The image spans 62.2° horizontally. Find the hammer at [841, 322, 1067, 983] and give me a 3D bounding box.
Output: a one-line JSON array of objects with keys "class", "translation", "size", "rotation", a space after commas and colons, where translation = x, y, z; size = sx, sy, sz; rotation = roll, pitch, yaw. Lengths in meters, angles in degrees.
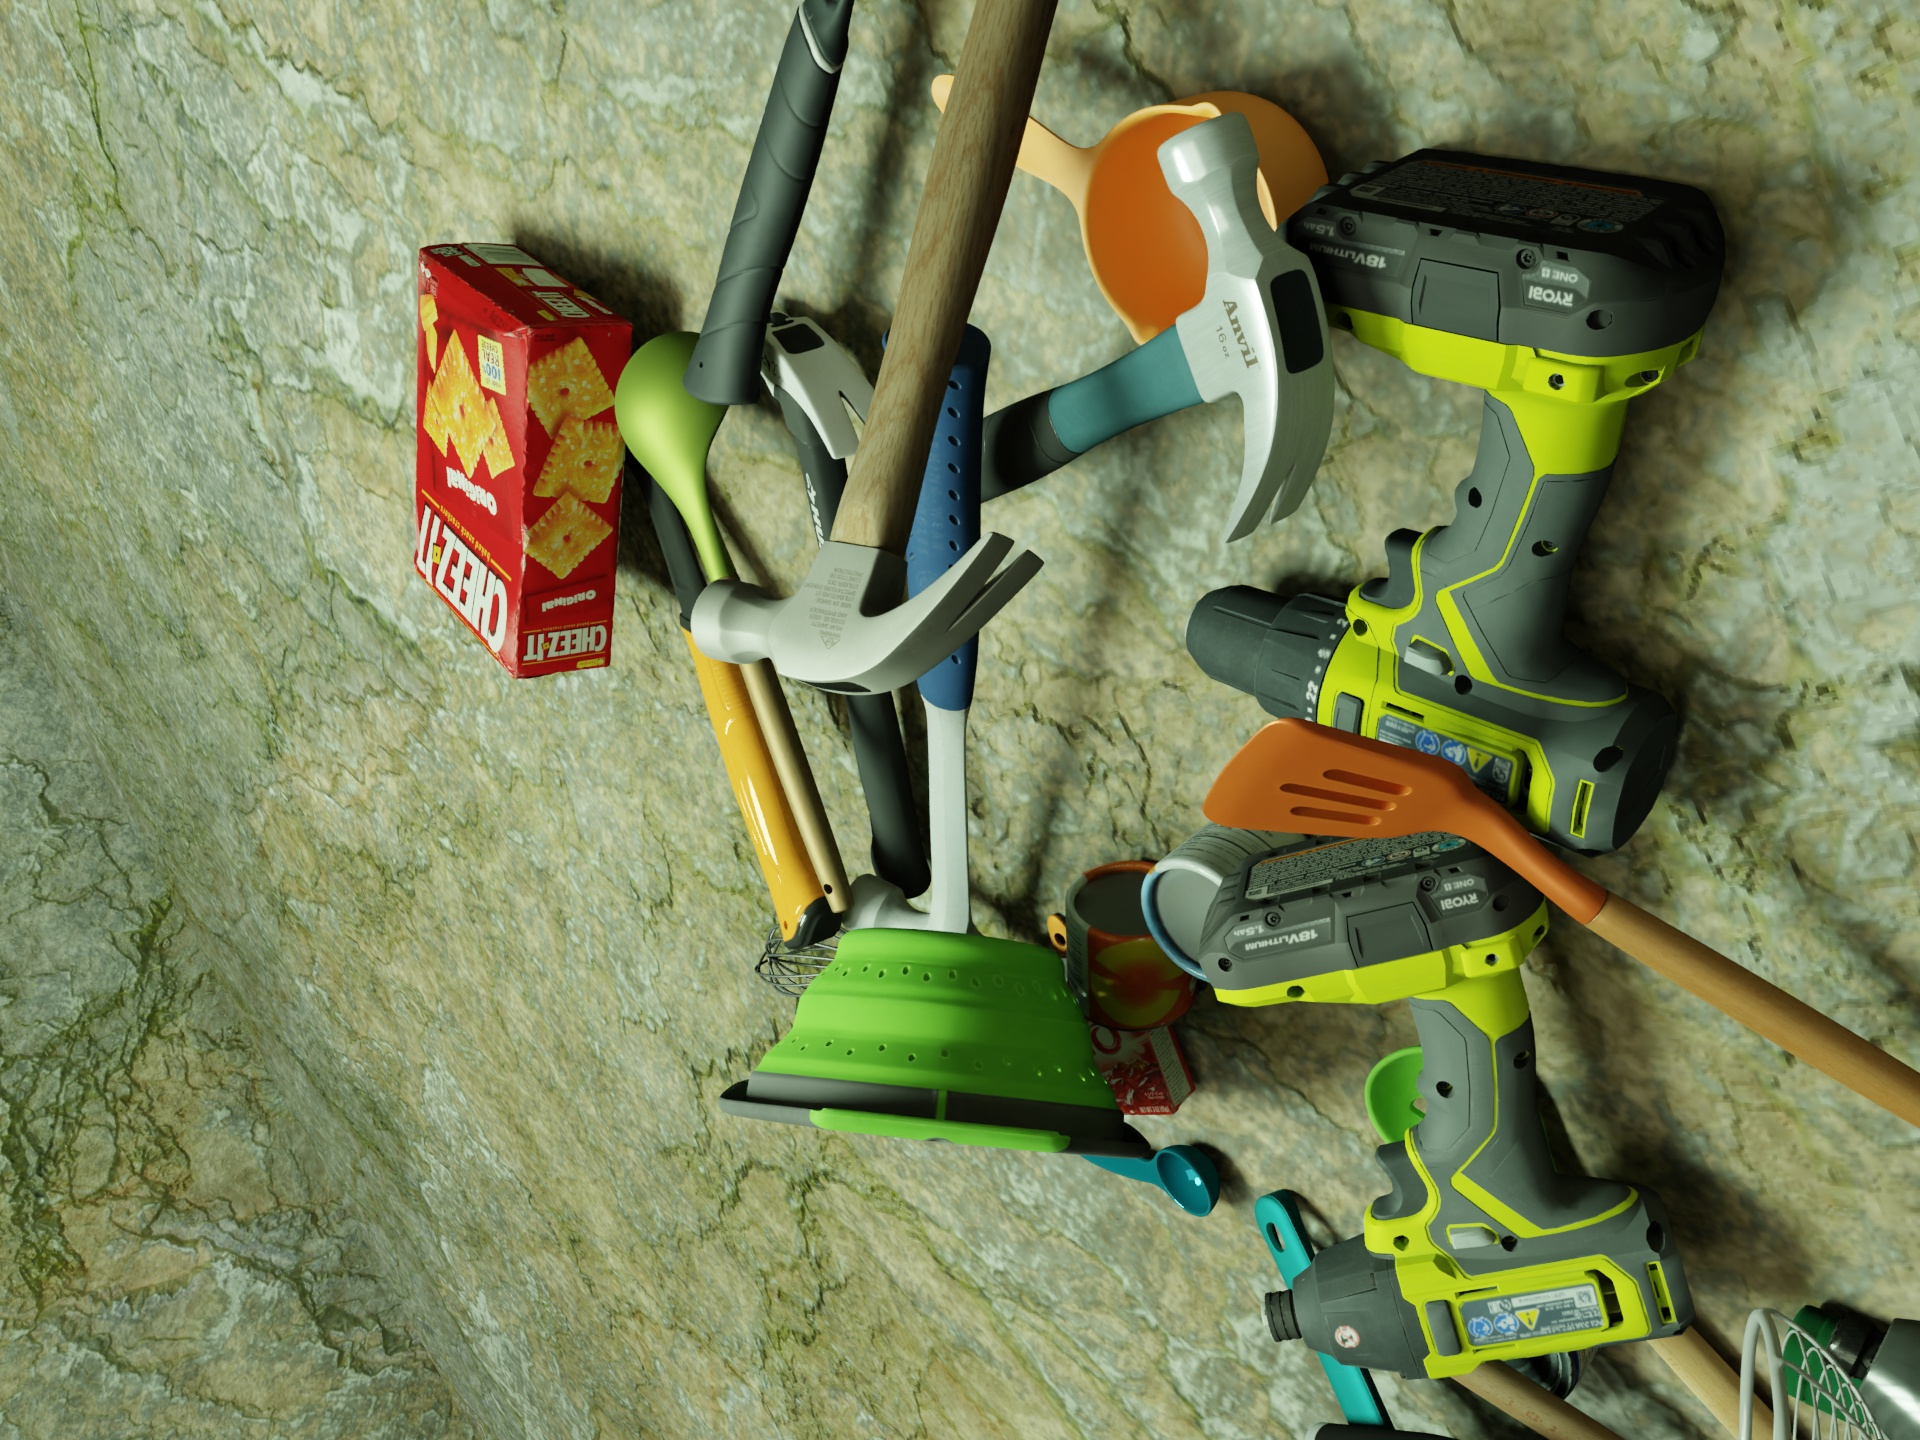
[{"class": "hammer", "translation": [-0.001, -0.002, 0.749], "size": [0.144, 0.035, 0.405], "rotation": [22, 140, 21]}]

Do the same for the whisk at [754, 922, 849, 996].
[{"class": "whisk", "translation": [-0.044, 0.153, 0.985], "size": [0.239, 0.055, 0.055], "rotation": [-2, 113, 44]}]

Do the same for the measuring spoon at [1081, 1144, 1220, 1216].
[{"class": "measuring spoon", "translation": [0.105, 0.250, 0.911], "size": [0.129, 0.021, 0.042], "rotation": [-1, 113, 58]}]

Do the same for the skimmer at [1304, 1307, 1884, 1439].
[{"class": "skimmer", "translation": [0.216, 0.297, 0.627], "size": [0.090, 0.127, 0.363], "rotation": [18, 157, -15]}]

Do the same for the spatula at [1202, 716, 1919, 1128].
[{"class": "spatula", "translation": [0.239, 0.085, 0.554], "size": [0.322, 0.041, 0.081], "rotation": [31, 150, 5]}]

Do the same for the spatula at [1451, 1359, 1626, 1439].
[{"class": "spatula", "translation": [0.291, 0.337, 0.699], "size": [0.317, 0.044, 0.082], "rotation": [31, 150, 7]}]

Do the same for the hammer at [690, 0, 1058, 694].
[{"class": "hammer", "translation": [-0.002, -0.170, 0.571], "size": [0.130, 0.031, 0.331], "rotation": [13, 86, 37]}]

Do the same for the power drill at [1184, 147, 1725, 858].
[{"class": "power drill", "translation": [0.166, -0.076, 0.571], "size": [0.191, 0.080, 0.228], "rotation": [25, 134, 36]}]

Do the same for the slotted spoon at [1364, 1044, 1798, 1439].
[{"class": "slotted spoon", "translation": [0.300, 0.260, 0.690], "size": [0.314, 0.031, 0.070], "rotation": [47, 124, 11]}]

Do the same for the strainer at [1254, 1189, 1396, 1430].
[{"class": "strainer", "translation": [0.256, 0.389, 0.792], "size": [0.341, 0.095, 0.211], "rotation": [66, 148, 24]}]

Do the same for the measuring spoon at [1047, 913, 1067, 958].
[{"class": "measuring spoon", "translation": [0.071, 0.161, 0.886], "size": [0.021, 0.011, 0.117], "rotation": [-10, 107, 50]}]

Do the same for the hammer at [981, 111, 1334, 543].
[{"class": "hammer", "translation": [0.039, -0.121, 0.645], "size": [0.331, 0.033, 0.128], "rotation": [-7, 107, 66]}]

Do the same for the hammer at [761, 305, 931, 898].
[{"class": "hammer", "translation": [-0.053, -0.042, 0.842], "size": [0.146, 0.035, 0.334], "rotation": [46, 151, 53]}]

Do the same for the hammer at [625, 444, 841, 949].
[{"class": "hammer", "translation": [-0.143, -0.029, 0.916], "size": [0.127, 0.034, 0.337], "rotation": [-31, 77, 52]}]

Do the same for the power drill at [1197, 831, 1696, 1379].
[{"class": "power drill", "translation": [0.185, 0.161, 0.654], "size": [0.171, 0.080, 0.223], "rotation": [-16, 99, 17]}]

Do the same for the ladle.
[{"class": "ladle", "translation": [-0.109, -0.053, 0.848], "size": [0.078, 0.062, 0.320], "rotation": [-18, 93, 36]}]

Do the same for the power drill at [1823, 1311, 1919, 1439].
[{"class": "power drill", "translation": [0.353, 0.304, 0.552], "size": [0.143, 0.078, 0.219], "rotation": [26, 132, 34]}]

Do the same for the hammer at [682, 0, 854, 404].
[{"class": "hammer", "translation": [-0.054, -0.298, 0.640], "size": [0.149, 0.036, 0.408], "rotation": [51, 136, 27]}]

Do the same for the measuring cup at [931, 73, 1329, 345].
[{"class": "measuring cup", "translation": [0.065, -0.212, 0.609], "size": [0.174, 0.052, 0.095], "rotation": [40, 139, 25]}]

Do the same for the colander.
[{"class": "colander", "translation": [-0.012, 0.170, 0.842], "size": [0.397, 0.204, 0.094], "rotation": [100, 176, -77]}]
